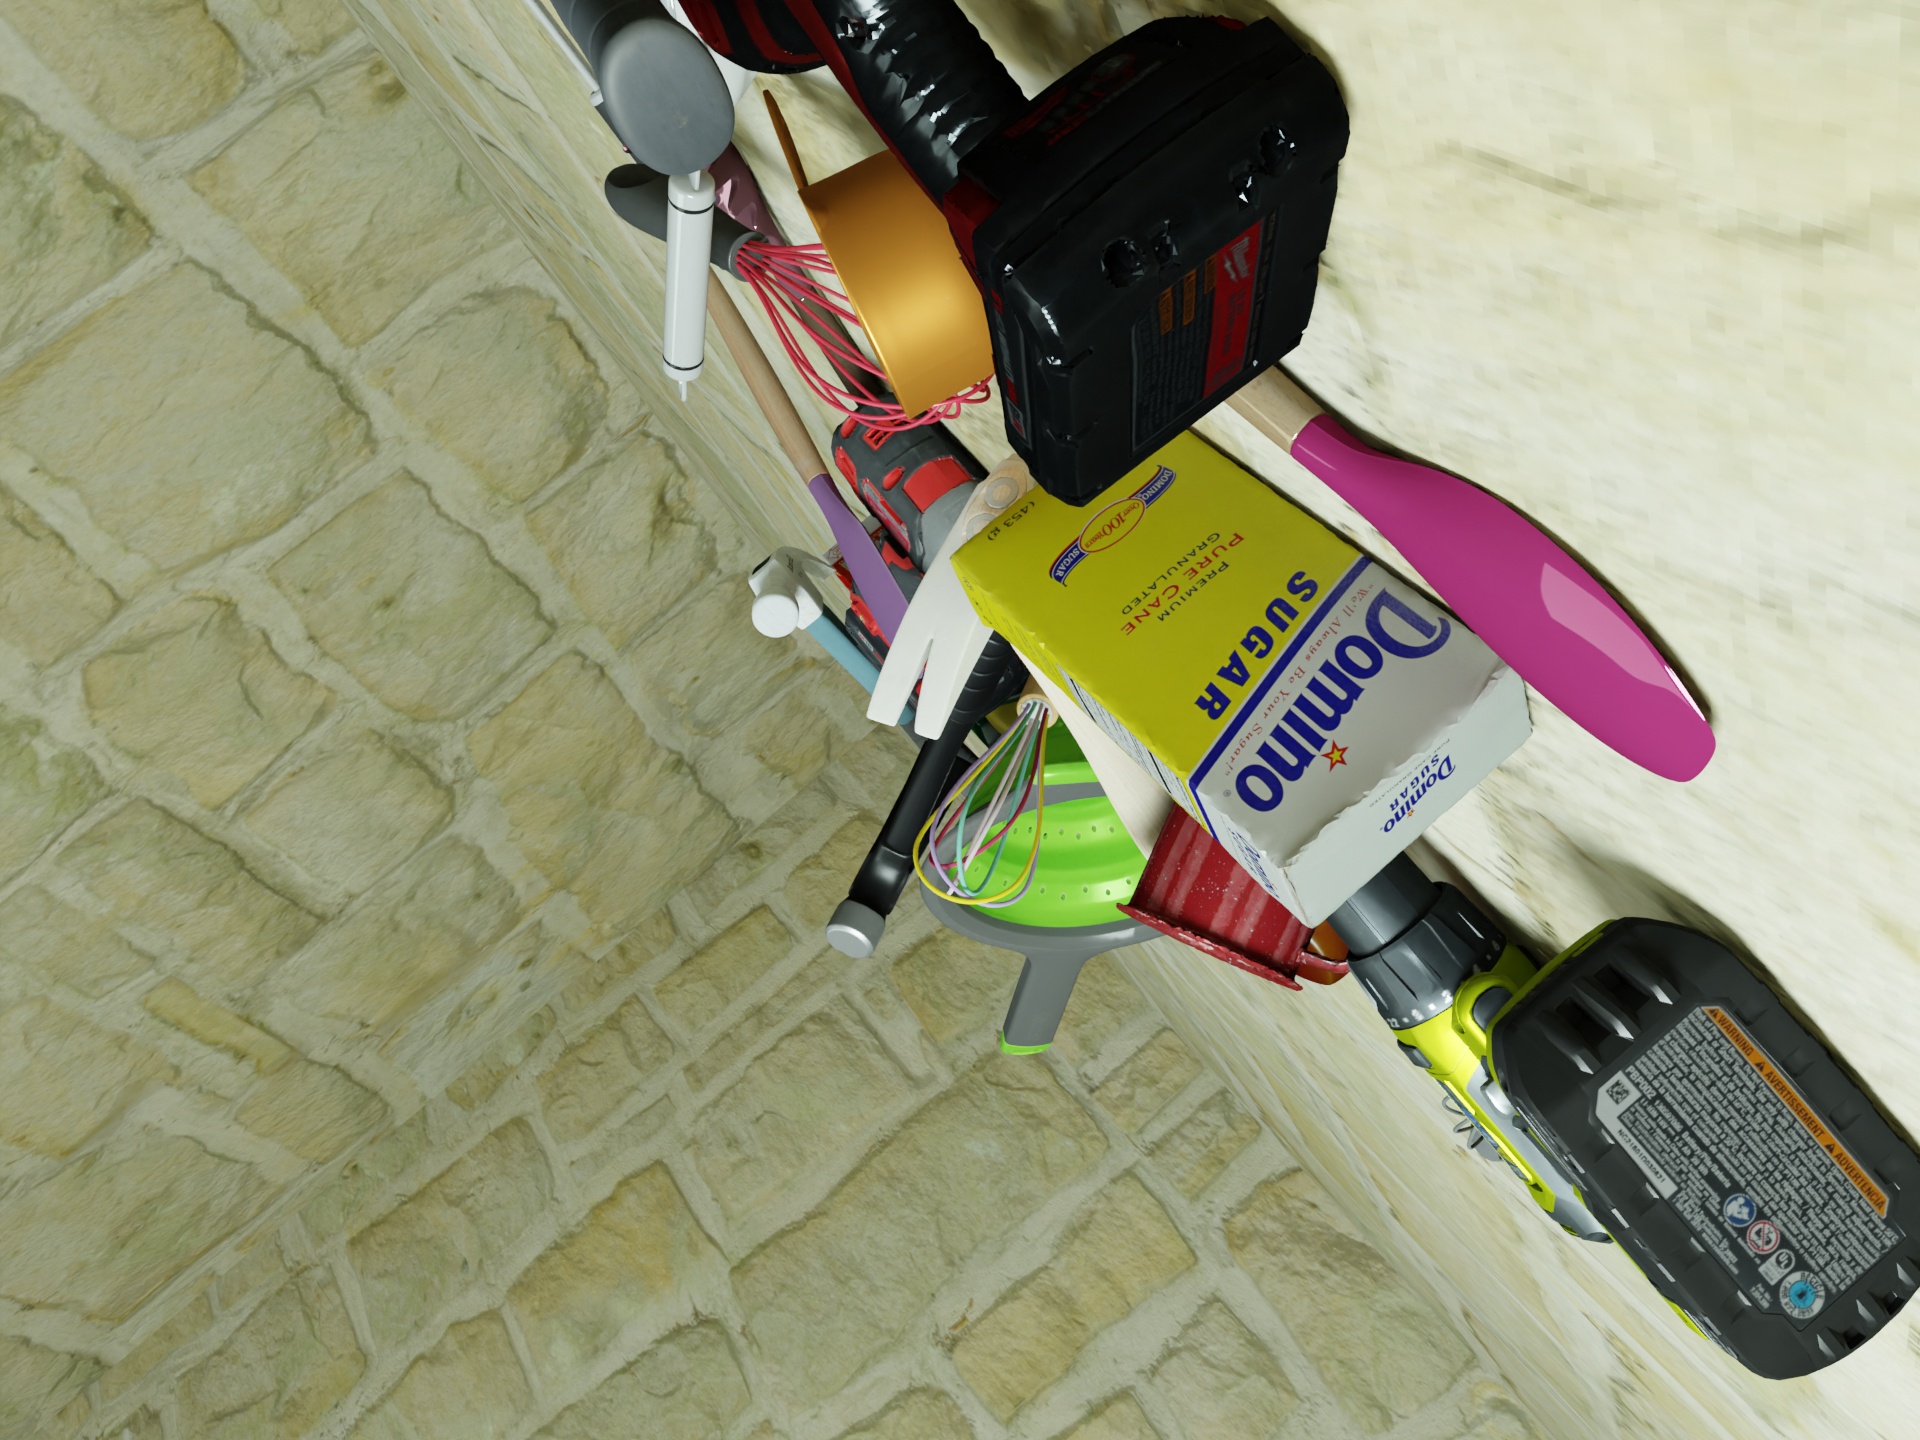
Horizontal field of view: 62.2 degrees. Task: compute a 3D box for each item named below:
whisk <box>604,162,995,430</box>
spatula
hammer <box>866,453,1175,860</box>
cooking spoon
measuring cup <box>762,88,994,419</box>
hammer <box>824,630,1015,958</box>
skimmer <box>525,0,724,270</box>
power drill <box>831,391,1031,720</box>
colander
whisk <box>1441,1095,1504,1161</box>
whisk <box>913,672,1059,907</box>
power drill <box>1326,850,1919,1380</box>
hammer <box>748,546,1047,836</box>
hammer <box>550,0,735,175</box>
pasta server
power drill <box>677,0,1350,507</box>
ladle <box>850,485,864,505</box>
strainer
[{"bbox_3d":[-0.085,-0.202,0.715,0.296,0.073,0.073,39,170,39],"label":"whisk"},{"bbox_3d":[-0.090,-0.152,0.902,0.316,0.018,0.059,61,161,25],"label":"spatula"},{"bbox_3d":[0.076,0.029,0.751,0.038,0.146,0.410,18,160,30],"label":"hammer"},{"bbox_3d":[0.079,-0.095,0.447,0.319,0.017,0.068,47,174,23],"label":"cooking spoon"},{"bbox_3d":[-0.029,-0.190,0.585,0.095,0.052,0.174,60,-174,-57],"label":"measuring cup"},{"bbox_3d":[-0.001,-0.003,0.857,0.035,0.146,0.334,27,143,2],"label":"hammer"},{"bbox_3d":[-0.264,-0.391,0.899,0.363,0.090,0.127,50,-152,-30],"label":"skimmer"},{"bbox_3d":[-0.011,-0.082,0.939,0.143,0.078,0.219,50,165,18],"label":"power drill"},{"bbox_3d":[0.064,0.102,1.030,0.396,0.204,0.095,102,165,-54],"label":"colander"},{"bbox_3d":[0.279,0.208,0.823,0.055,0.055,0.238,48,179,26],"label":"whisk"},{"bbox_3d":[0.029,0.006,0.785,0.051,0.047,0.245,65,-151,-27],"label":"whisk"},{"bbox_3d":[0.210,0.117,0.562,0.190,0.080,0.228,50,178,1],"label":"power drill"},{"bbox_3d":[-0.028,0.004,1.113,0.330,0.033,0.128,47,-165,-25],"label":"hammer"},{"bbox_3d":[-0.139,-0.275,0.524,0.149,0.036,0.409,61,180,-44],"label":"hammer"},{"bbox_3d":[-0.082,-0.216,0.897,0.060,0.040,0.315,30,164,43],"label":"pasta server"},{"bbox_3d":[-0.015,-0.177,0.369,0.227,0.080,0.187,52,176,15],"label":"power drill"},{"bbox_3d":[0.009,-0.099,1.054,0.316,0.031,0.069,44,173,36],"label":"ladle"},{"bbox_3d":[-0.107,-0.224,0.647,0.258,0.050,0.087,109,145,-56],"label":"strainer"}]
